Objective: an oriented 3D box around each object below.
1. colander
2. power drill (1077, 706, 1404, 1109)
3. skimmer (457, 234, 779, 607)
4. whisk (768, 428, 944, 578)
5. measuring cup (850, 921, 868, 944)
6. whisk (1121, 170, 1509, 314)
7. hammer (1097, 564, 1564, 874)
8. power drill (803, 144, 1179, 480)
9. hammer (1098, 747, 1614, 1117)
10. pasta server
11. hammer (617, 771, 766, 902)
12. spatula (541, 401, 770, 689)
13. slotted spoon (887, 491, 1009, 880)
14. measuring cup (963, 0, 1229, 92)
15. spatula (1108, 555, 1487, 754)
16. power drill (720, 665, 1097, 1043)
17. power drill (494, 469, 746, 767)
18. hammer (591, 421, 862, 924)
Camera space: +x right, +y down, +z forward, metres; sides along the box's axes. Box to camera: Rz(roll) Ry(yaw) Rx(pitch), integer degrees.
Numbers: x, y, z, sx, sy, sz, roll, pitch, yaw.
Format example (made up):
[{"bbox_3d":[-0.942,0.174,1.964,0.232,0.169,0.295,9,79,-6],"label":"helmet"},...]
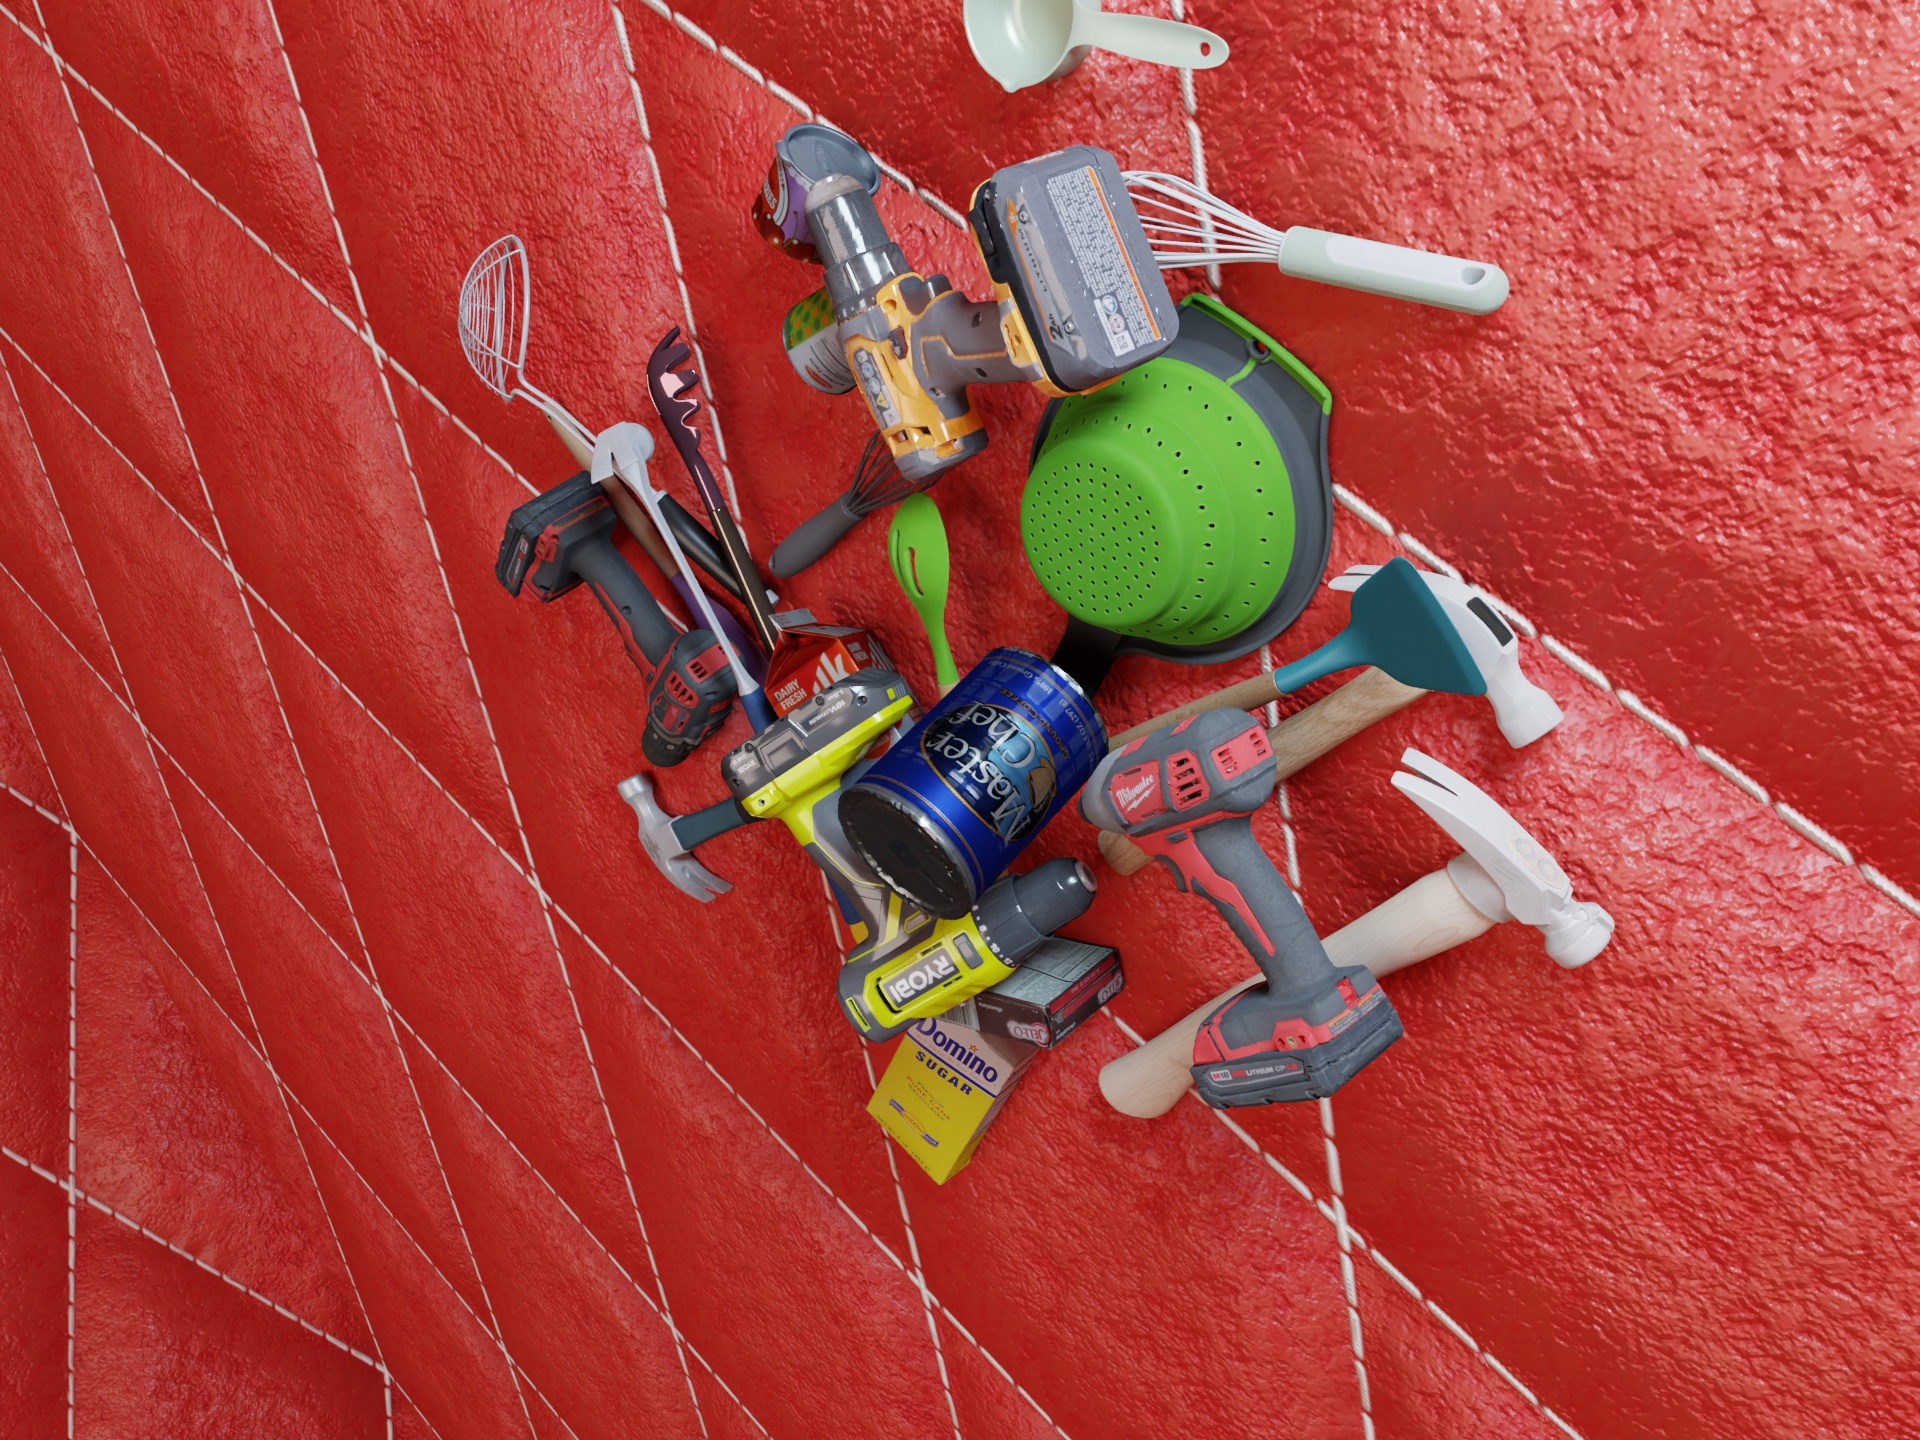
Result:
[{"bbox_3d":[0.075,-0.063,0.973,0.205,0.094,0.396,43,134,18],"label":"colander"},{"bbox_3d":[0.152,0.108,0.927,0.143,0.078,0.219,-25,90,52],"label":"power drill"},{"bbox_3d":[-0.261,-0.226,1.245,0.363,0.090,0.127,43,142,3],"label":"skimmer"},{"bbox_3d":[-0.075,-0.152,1.103,0.239,0.055,0.055,-30,90,51],"label":"whisk"},{"bbox_3d":[-0.069,0.207,1.295,0.062,0.029,0.156,27,125,30],"label":"measuring cup"},{"bbox_3d":[0.165,-0.248,0.830,0.246,0.058,0.059,22,160,28],"label":"whisk"},{"bbox_3d":[0.191,0.017,0.955,0.130,0.031,0.331,56,137,4],"label":"hammer"},{"bbox_3d":[0.001,-0.246,0.896,0.226,0.084,0.185,-10,106,56],"label":"power drill"},{"bbox_3d":[0.202,0.162,1.002,0.146,0.038,0.410,43,138,-2],"label":"hammer"},{"bbox_3d":[-0.163,-0.135,1.180,0.060,0.040,0.316,-129,16,-79],"label":"pasta server"},{"bbox_3d":[-0.171,0.068,1.315,0.331,0.033,0.128,-23,94,46],"label":"hammer"},{"bbox_3d":[-0.244,-0.135,1.286,0.316,0.018,0.059,52,139,7],"label":"spatula"},{"bbox_3d":[-0.002,-0.003,1.085,0.070,0.031,0.313,29,139,56],"label":"slotted spoon"},{"bbox_3d":[0.077,-0.372,0.850,0.168,0.038,0.083,26,127,29],"label":"measuring cup"},{"bbox_3d":[0.160,-0.011,0.913,0.317,0.044,0.082,-26,100,48],"label":"spatula"},{"bbox_3d":[-0.036,0.082,1.067,0.190,0.080,0.228,-33,91,17],"label":"power drill"},{"bbox_3d":[-0.276,-0.069,1.300,0.227,0.080,0.188,48,147,4],"label":"power drill"},{"bbox_3d":[-0.161,-0.030,1.164,0.405,0.035,0.144,64,-179,-12],"label":"hammer"}]
